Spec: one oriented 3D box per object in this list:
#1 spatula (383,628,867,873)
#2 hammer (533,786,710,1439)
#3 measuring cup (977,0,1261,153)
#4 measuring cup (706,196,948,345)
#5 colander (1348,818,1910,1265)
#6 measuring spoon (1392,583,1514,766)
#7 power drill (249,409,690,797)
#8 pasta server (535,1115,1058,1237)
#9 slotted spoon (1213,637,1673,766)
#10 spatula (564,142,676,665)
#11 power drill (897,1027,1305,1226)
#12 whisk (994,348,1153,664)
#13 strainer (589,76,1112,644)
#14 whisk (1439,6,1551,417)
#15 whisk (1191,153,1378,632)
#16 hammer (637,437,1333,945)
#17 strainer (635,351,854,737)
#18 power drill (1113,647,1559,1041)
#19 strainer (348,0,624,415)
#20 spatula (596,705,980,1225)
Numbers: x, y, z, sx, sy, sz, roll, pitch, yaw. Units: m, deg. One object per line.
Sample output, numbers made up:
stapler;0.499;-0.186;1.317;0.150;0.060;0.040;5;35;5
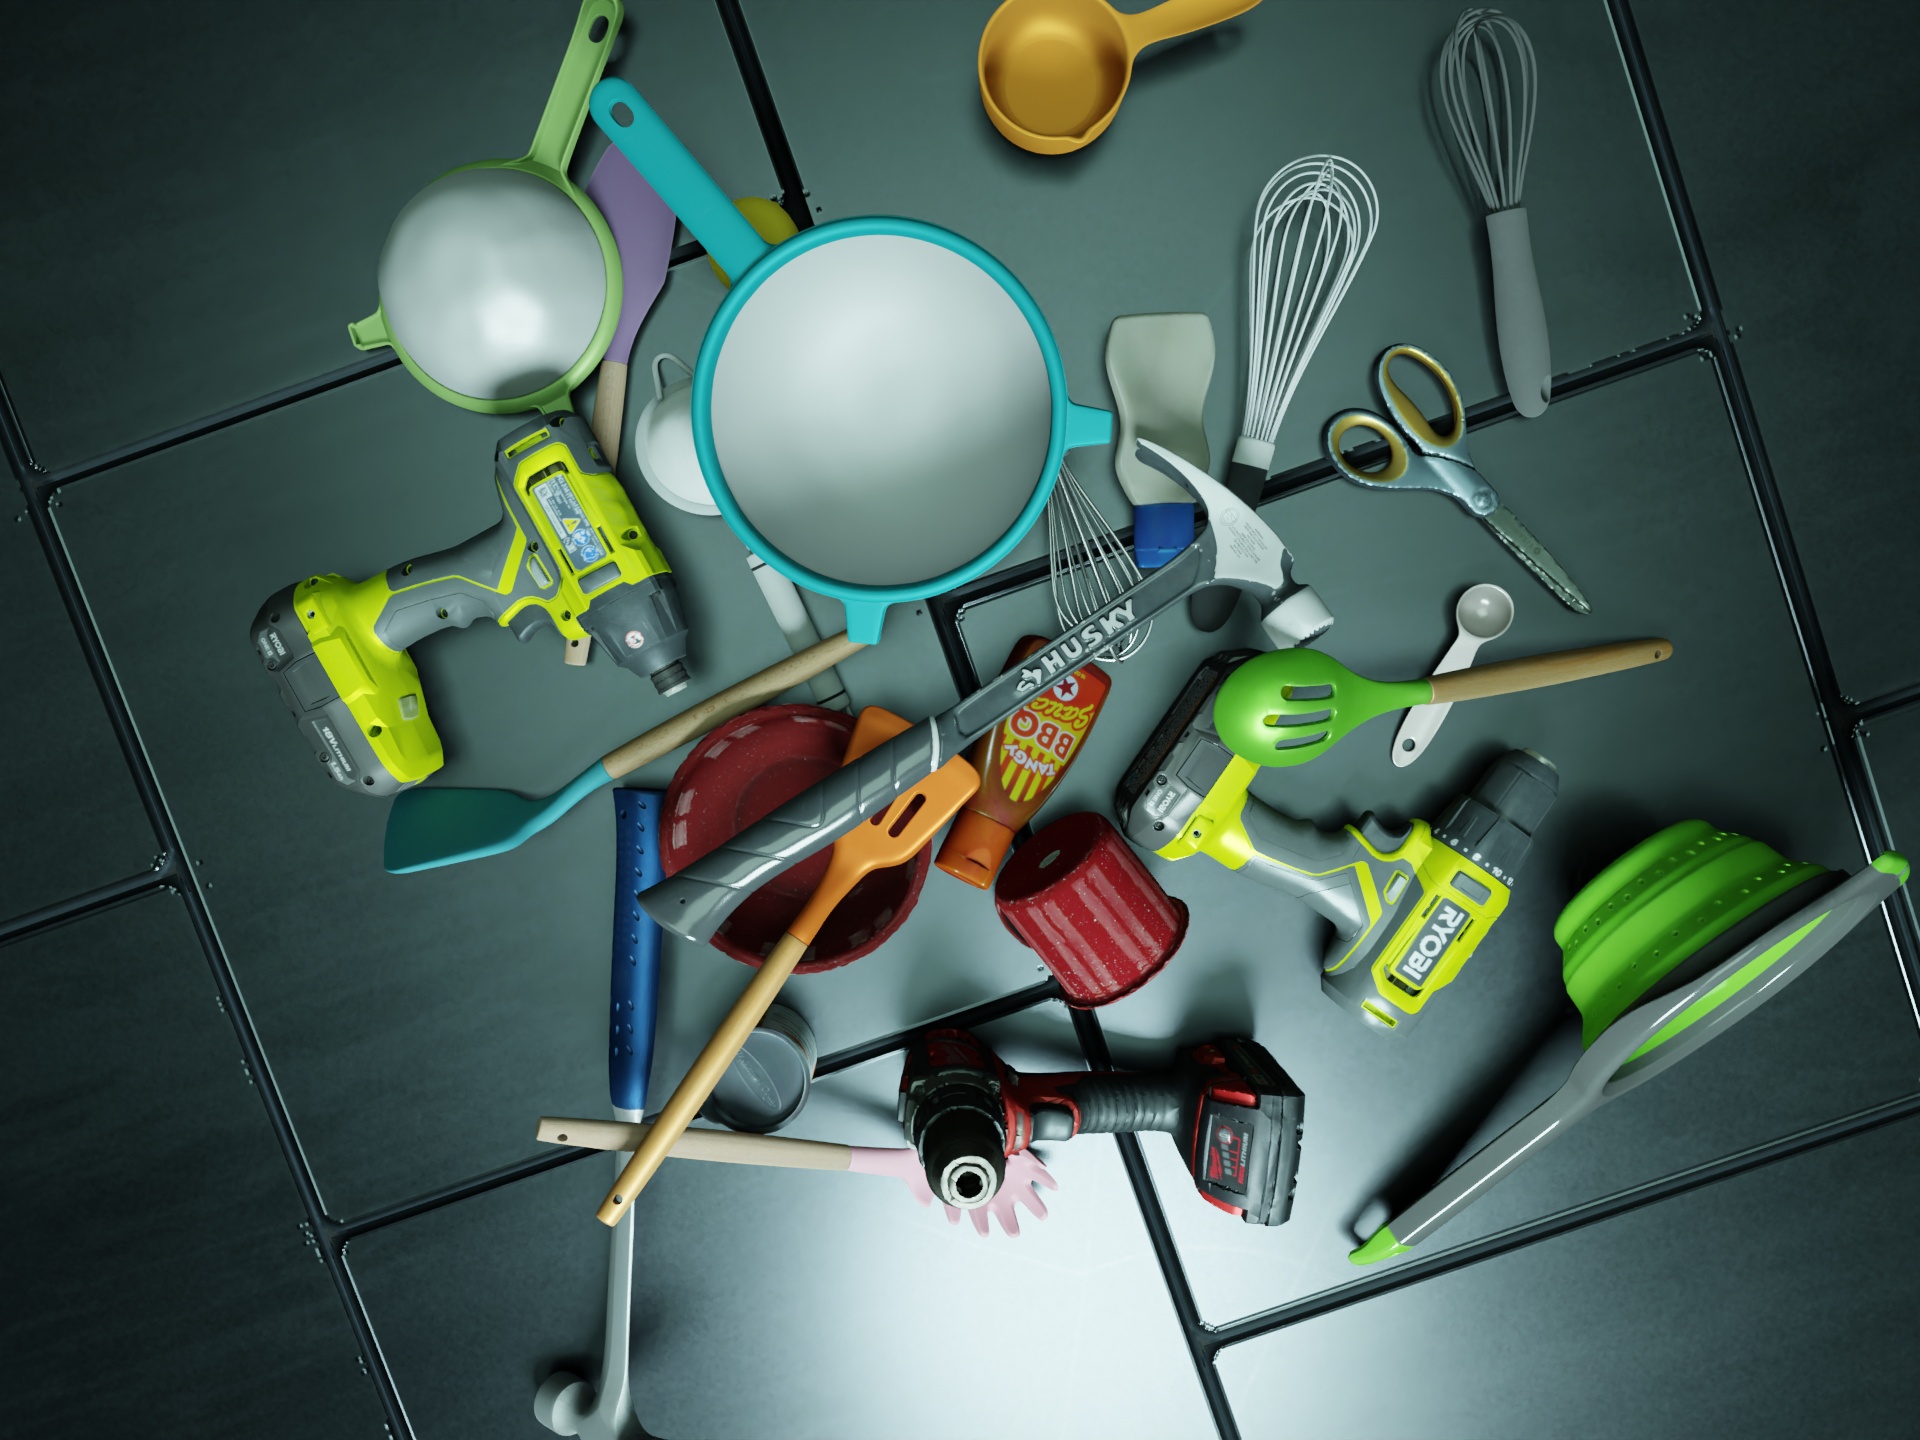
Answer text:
spatula;-0.193;0.010;0.946;0.317;0.082;0.044;-27;124;5
hammer;-0.197;0.244;0.959;0.144;0.035;0.405;2;89;44
measuring cup;0.093;-0.390;0.926;0.173;0.052;0.095;-20;94;0
measuring cup;-0.078;-0.262;0.946;0.156;0.029;0.062;25;94;0
colander;0.363;0.180;0.949;0.397;0.204;0.095;-46;59;19
measuring spoon;0.297;-0.027;0.975;0.034;0.018;0.124;27;101;-1
power drill;-0.278;-0.054;0.928;0.223;0.080;0.171;-28;94;7
pasta server;-0.090;0.260;0.937;0.316;0.040;0.060;13;107;-23
slotted spoon;0.288;-0.022;0.914;0.313;0.031;0.070;-9;113;-22
spatula;-0.214;-0.190;0.958;0.060;0.018;0.316;8;94;6
power drill;0.077;0.234;0.911;0.226;0.188;0.080;5;96;-4
whisk;0.056;-0.149;0.948;0.058;0.059;0.246;-20;90;14
strainer;-0.083;-0.225;0.914;0.211;0.095;0.340;-40;92;12
whisk;0.322;-0.298;0.938;0.055;0.055;0.239;-11;99;1
whisk;0.183;-0.190;0.941;0.070;0.070;0.284;13;99;-1
hammer;-0.001;-0.003;0.888;0.409;0.036;0.149;-33;79;-2
strainer;-0.121;-0.106;0.956;0.087;0.050;0.258;-27;98;-12
power drill;0.227;0.056;0.950;0.228;0.080;0.190;34;94;-5
strainer;-0.256;-0.305;0.914;0.151;0.069;0.256;24;97;5
spatula;-0.107;0.142;0.897;0.081;0.041;0.322;33;79;4
